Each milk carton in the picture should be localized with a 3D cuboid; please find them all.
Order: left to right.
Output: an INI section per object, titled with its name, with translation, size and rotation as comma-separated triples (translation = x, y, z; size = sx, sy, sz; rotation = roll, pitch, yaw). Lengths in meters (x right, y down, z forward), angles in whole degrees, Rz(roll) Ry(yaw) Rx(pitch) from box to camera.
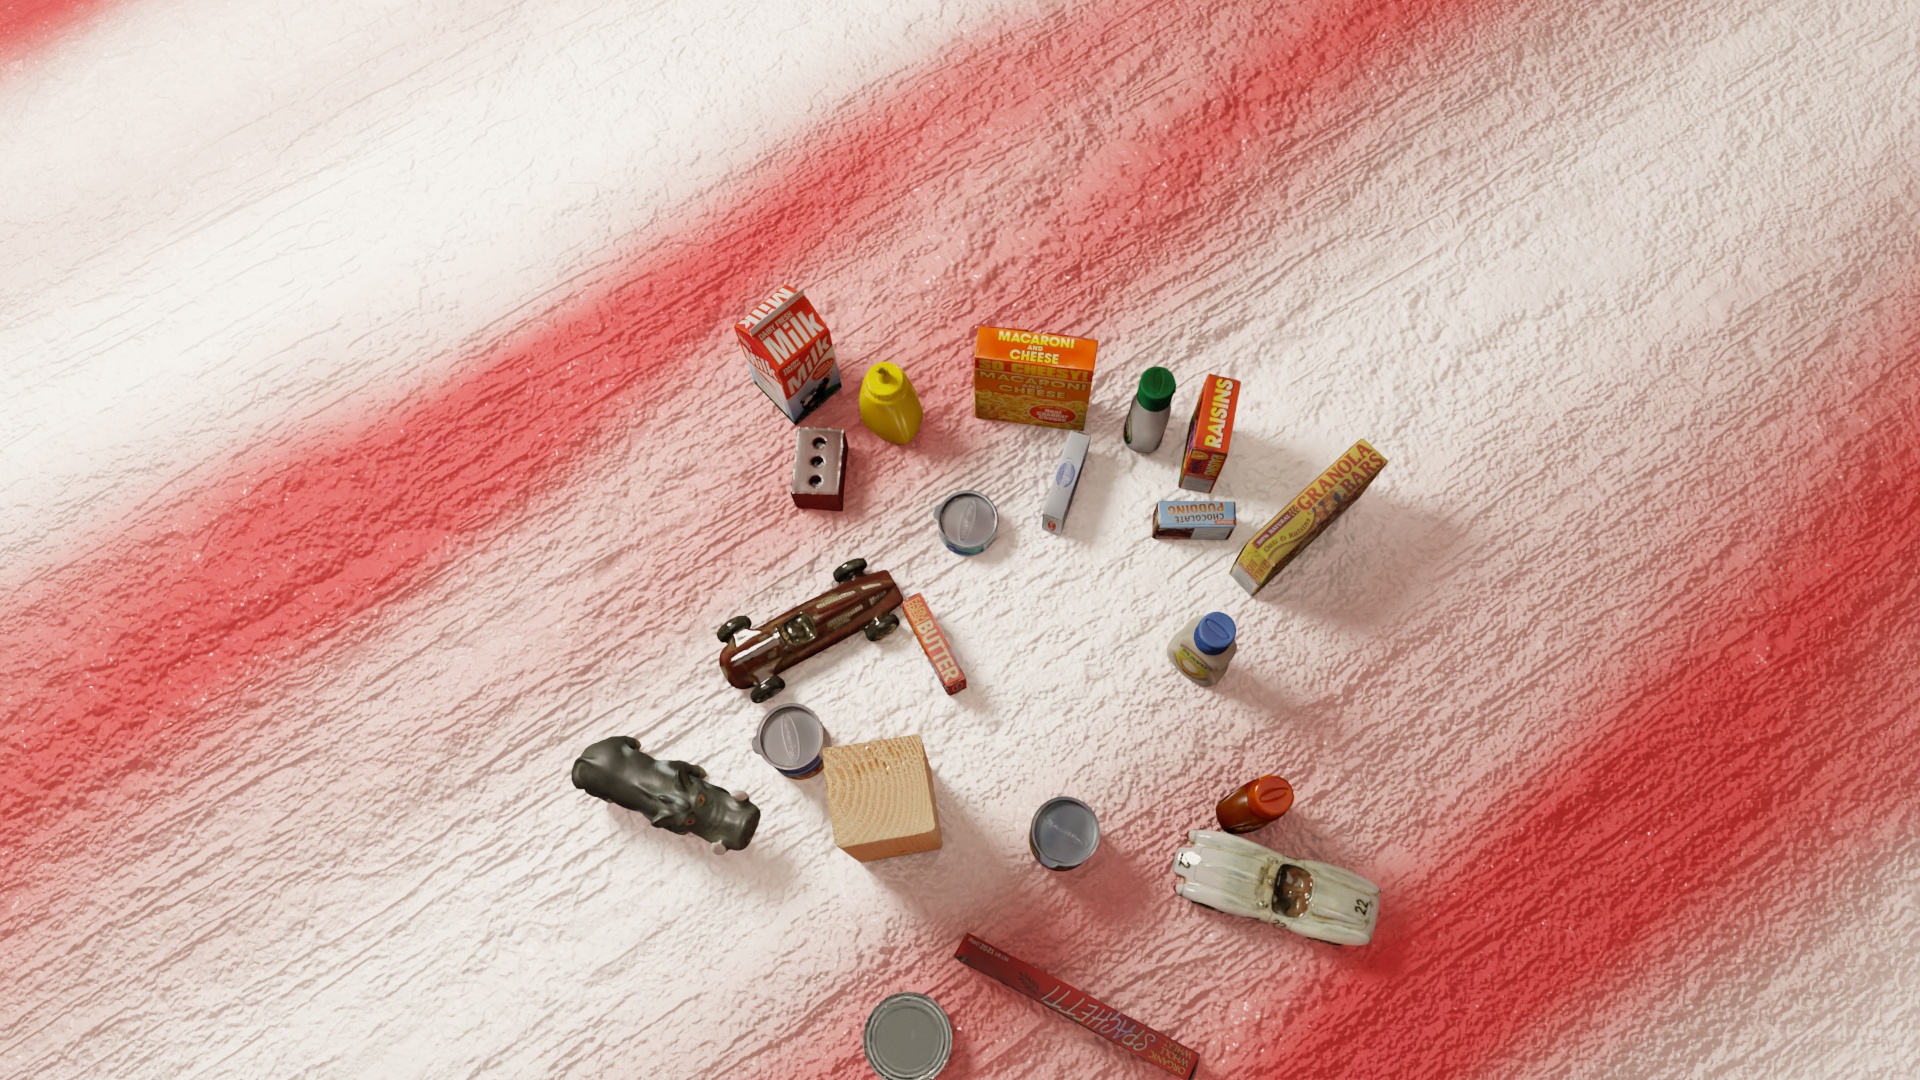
[milk carton]
translation = -0.182, -0.202, 1.468
size = 0.072, 0.190, 0.073
rotation = -42, 77, -11

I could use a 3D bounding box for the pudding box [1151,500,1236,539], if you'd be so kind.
[pudding box]
translation = 0.248, -0.021, 1.479
size = 0.084, 0.049, 0.030
rotation = 0, 73, 1

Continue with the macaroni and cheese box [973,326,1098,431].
[macaroni and cheese box]
translation = 0.077, -0.170, 1.467
size = 0.124, 0.166, 0.040
rotation = 7, 73, 3

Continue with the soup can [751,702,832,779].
[soup can]
translation = -0.168, 0.203, 1.395
size = 0.071, 0.083, 0.071
rotation = 0, 73, 1

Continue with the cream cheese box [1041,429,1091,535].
[cream cheese box]
translation = 0.113, -0.062, 1.491
size = 0.024, 0.053, 0.104
rotation = 18, 74, 6

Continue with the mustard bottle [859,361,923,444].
[mustard bottle]
translation = -0.075, -0.151, 1.466
size = 0.065, 0.159, 0.049
rotation = 25, 75, 8

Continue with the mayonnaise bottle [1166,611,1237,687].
[mayonnaise bottle]
translation = 0.245, 0.105, 1.387
size = 0.065, 0.147, 0.041
rotation = 40, 78, 12

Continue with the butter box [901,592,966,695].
[butter box]
translation = -0.027, 0.108, 1.439
size = 0.024, 0.053, 0.103
rotation = -27, 74, -7

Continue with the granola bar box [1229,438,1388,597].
[granola bar box]
translation = 0.357, -0.022, 1.438
size = 0.166, 0.124, 0.039
rotation = -41, 77, -11

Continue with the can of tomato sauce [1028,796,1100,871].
[can of tomato sauce]
translation = 0.100, 0.291, 1.364
size = 0.071, 0.083, 0.071
rotation = 0, 73, 1

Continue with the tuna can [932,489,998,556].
[tuna can]
translation = 0.005, -0.019, 1.490
size = 0.071, 0.032, 0.071
rotation = 0, 73, 1

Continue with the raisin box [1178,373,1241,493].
[raisin box]
translation = 0.262, -0.111, 1.468
size = 0.040, 0.123, 0.086
rotation = 13, 73, 5

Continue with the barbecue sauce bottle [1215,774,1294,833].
[barbecue sauce bottle]
translation = 0.288, 0.253, 1.339
size = 0.065, 0.148, 0.044
rotation = -17, 74, -4

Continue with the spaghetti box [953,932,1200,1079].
[spaghetti box]
translation = 0.110, 0.446, 1.332
size = 0.250, 0.050, 0.029
rotation = 25, 75, 8

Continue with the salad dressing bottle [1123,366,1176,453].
[salad dressing bottle]
translation = 0.200, -0.139, 1.465
size = 0.044, 0.147, 0.064
rotation = 9, 73, 4
